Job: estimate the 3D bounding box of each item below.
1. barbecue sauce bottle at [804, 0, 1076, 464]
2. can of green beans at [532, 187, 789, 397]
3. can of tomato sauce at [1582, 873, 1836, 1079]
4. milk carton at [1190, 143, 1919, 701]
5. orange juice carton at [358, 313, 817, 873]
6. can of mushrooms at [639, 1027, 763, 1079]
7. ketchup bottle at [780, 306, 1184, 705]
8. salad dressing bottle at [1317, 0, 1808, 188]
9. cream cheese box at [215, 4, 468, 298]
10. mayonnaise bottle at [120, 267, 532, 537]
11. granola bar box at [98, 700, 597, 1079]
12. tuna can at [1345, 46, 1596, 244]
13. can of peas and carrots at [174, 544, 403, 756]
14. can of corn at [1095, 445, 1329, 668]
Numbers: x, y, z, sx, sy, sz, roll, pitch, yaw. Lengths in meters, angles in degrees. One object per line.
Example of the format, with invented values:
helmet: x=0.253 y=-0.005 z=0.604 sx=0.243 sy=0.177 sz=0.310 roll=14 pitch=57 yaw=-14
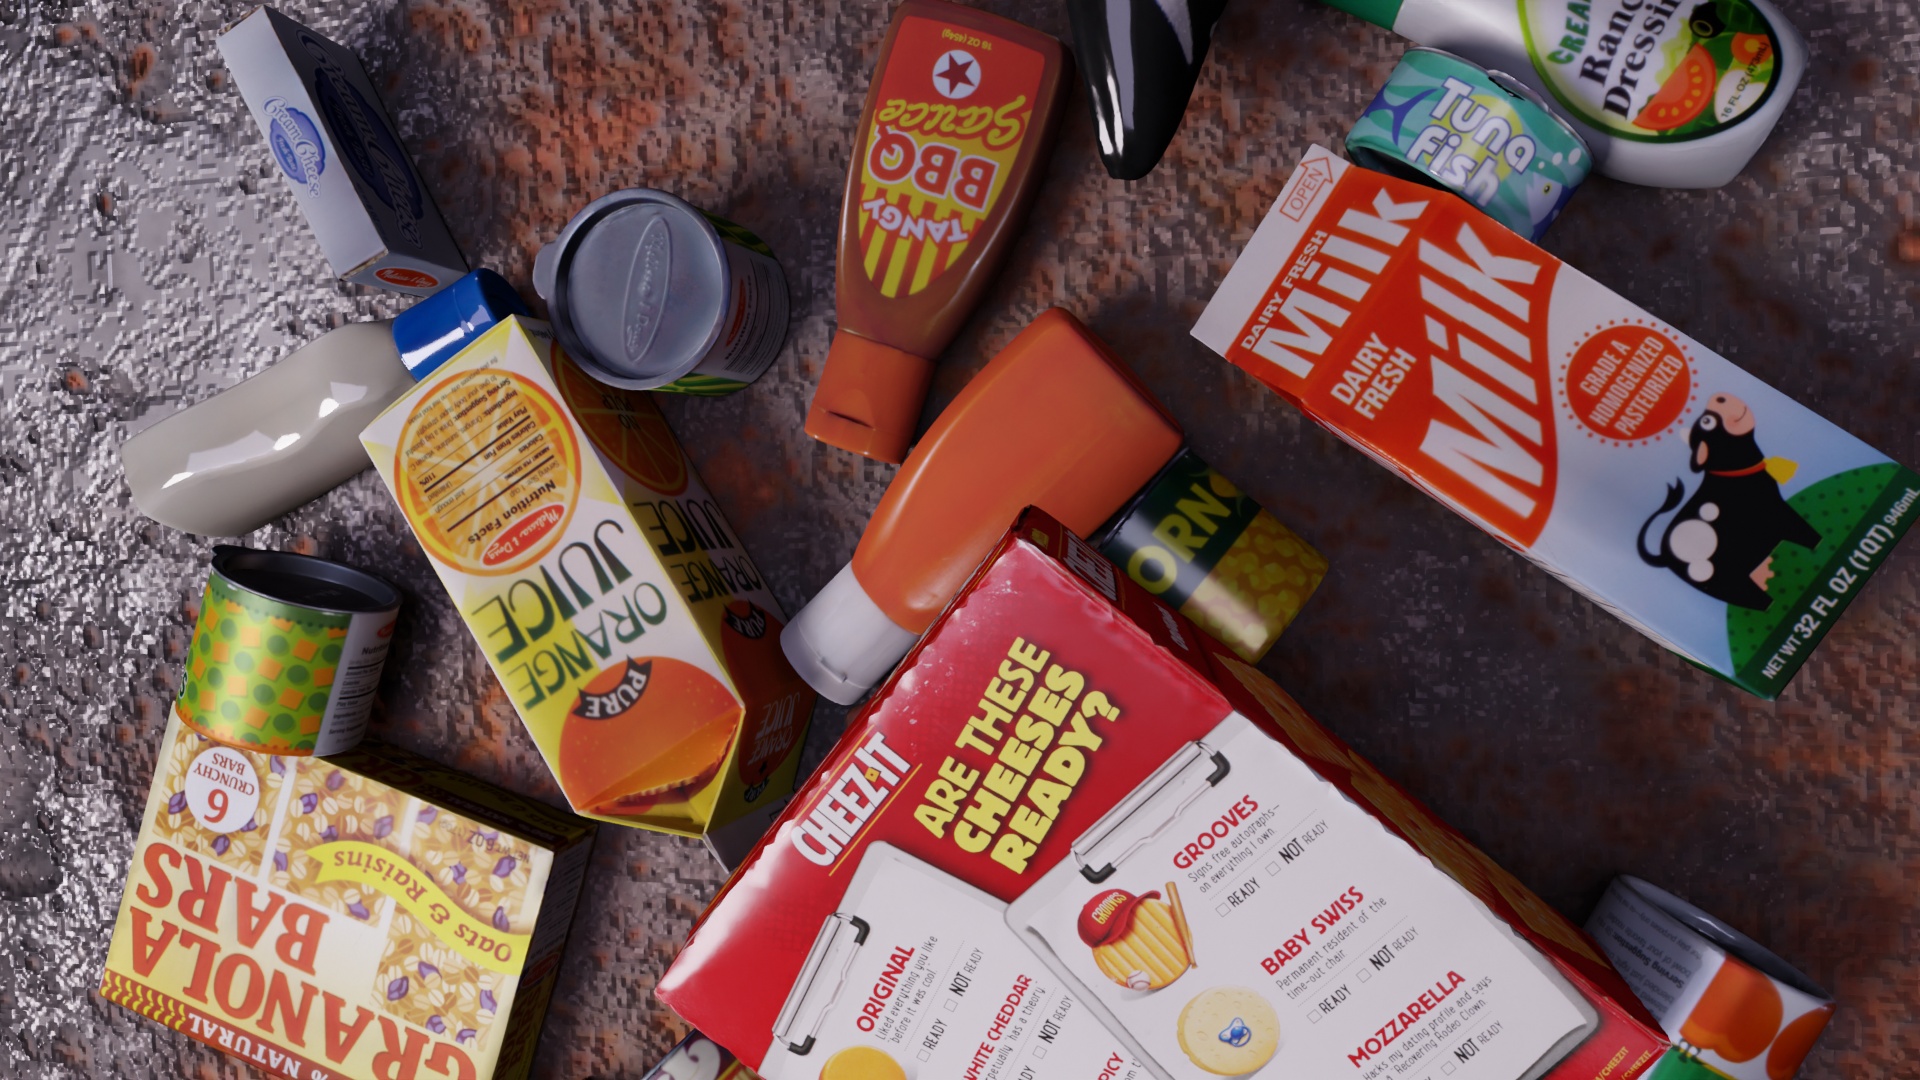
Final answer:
barbecue sauce bottle: x=-0.013 y=-0.101 z=0.468 sx=0.065 sy=0.044 sz=0.148 roll=20 pitch=97 yaw=10
can of green beans: x=-0.099 y=-0.084 z=0.481 sx=0.071 sy=0.058 sz=0.071 roll=1 pitch=92 yaw=13
can of tomato sauce: x=0.208 y=0.153 z=0.415 sx=0.071 sy=0.071 sz=0.083 roll=29 pitch=98 yaw=10
milk carton: x=0.167 y=-0.040 z=0.413 sx=0.191 sy=0.073 sz=0.072 roll=34 pitch=99 yaw=10
orange juice carton: x=-0.116 y=0.024 z=0.481 sx=0.073 sy=0.072 sz=0.193 roll=-33 pitch=84 yaw=12
can of mushrooms: x=-0.087 y=0.186 z=0.482 sx=0.033 sy=0.071 sz=0.071 roll=45 pitch=101 yaw=7
ketchup bottle: x=0.002 y=-0.006 z=0.466 sx=0.064 sy=0.044 sz=0.148 roll=43 pitch=103 yaw=-12
salad dressing bottle: x=0.174 y=-0.158 z=0.423 sx=0.148 sy=0.044 sz=0.064 roll=28 pitch=97 yaw=11
cream cheese box: x=-0.226 y=-0.140 z=0.511 sx=0.024 sy=0.053 sz=0.104 roll=-30 pitch=85 yaw=11
mayonnaise bottle: x=-0.227 y=-0.050 z=0.512 sx=0.148 sy=0.064 sz=0.041 roll=-27 pitch=78 yaw=8
granola bar box: x=-0.233 y=0.142 z=0.529 sx=0.166 sy=0.039 sz=0.124 roll=18 pitch=95 yaw=12
tuna can: x=0.152 y=-0.115 z=0.416 sx=0.071 sy=0.071 sz=0.032 roll=36 pitch=101 yaw=9
can of peas and carrots: x=-0.251 y=0.040 z=0.516 sx=0.071 sy=0.071 sz=0.058 roll=19 pitch=97 yaw=12
can of corn: x=0.073 y=0.014 z=0.438 sx=0.058 sy=0.071 sz=0.071 roll=40 pitch=100 yaw=8
